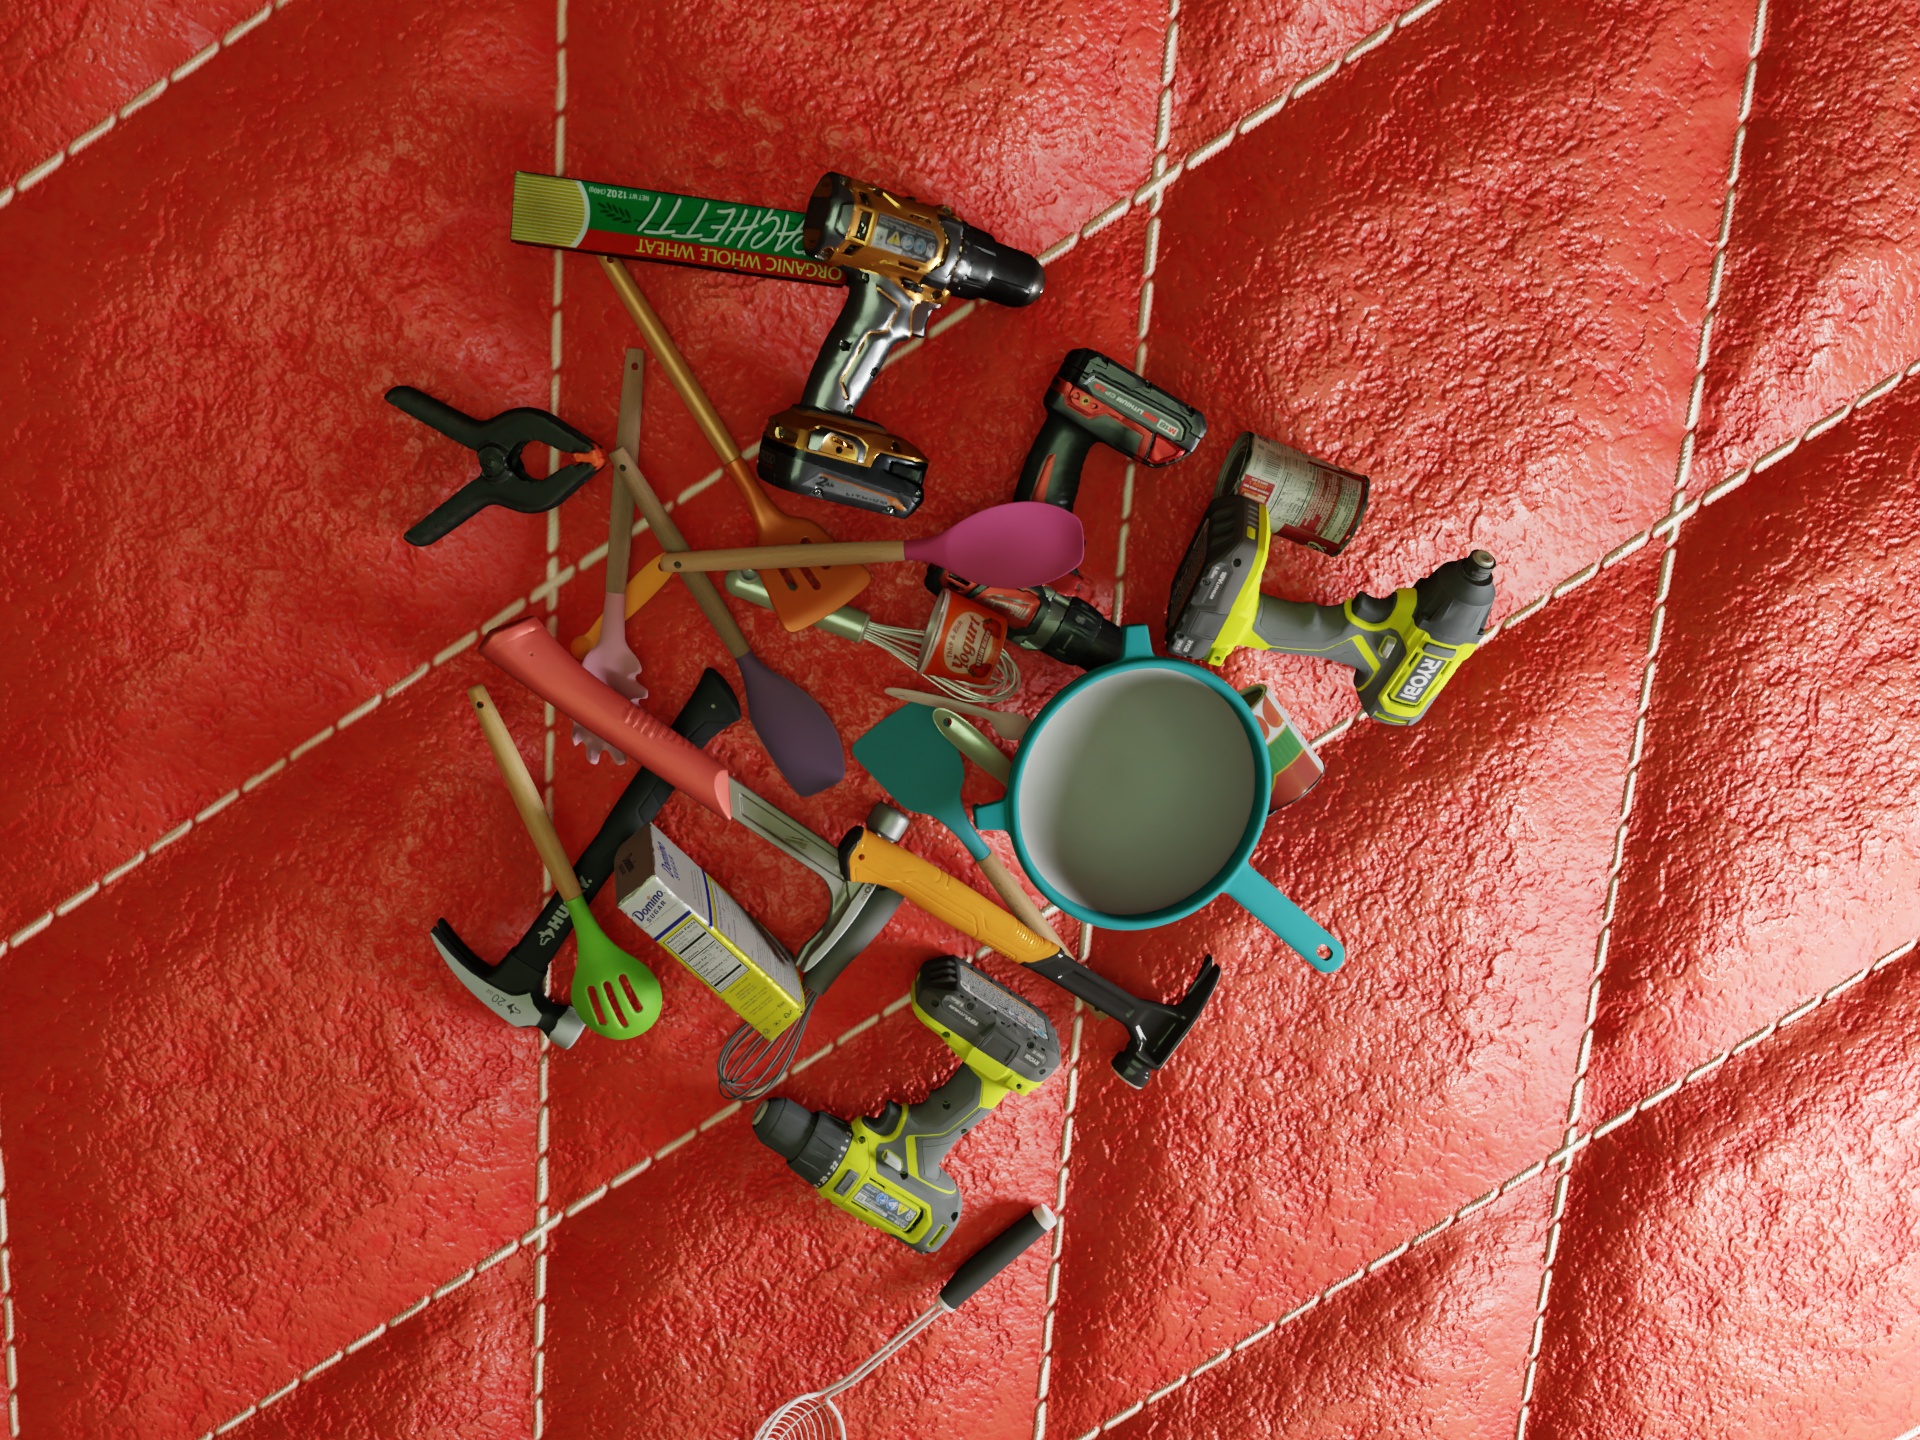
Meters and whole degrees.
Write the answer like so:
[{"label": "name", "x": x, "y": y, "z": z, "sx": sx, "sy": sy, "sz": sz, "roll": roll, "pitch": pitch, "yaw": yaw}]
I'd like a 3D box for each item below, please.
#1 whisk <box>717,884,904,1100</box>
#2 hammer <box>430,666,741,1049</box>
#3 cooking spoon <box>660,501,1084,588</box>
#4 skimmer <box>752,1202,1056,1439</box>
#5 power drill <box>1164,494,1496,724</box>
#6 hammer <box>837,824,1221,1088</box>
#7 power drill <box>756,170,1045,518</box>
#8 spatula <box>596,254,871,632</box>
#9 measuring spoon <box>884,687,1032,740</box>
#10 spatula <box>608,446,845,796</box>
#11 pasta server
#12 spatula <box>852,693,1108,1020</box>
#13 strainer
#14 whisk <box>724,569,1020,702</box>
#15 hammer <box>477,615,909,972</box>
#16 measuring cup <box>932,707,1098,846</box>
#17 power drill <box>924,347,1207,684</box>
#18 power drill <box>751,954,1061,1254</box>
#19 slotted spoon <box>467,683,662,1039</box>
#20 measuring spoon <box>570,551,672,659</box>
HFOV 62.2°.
[{"label": "whisk", "x": -0.120, "y": 0.219, "z": 1.310, "sx": 0.055, "sy": 0.055, "sz": 0.239, "roll": 38, "pitch": 94, "yaw": -11}, {"label": "hammer", "x": -0.286, "y": 0.098, "z": 1.277, "sx": 0.146, "sy": 0.035, "sz": 0.335, "roll": 35, "pitch": 98, "yaw": -11}, {"label": "cooking spoon", "x": -0.067, "y": -0.127, "z": 1.190, "sx": 0.319, "sy": 0.017, "sz": 0.068, "roll": -3, "pitch": 118, "yaw": 4}, {"label": "skimmer", "x": -0.046, "y": 0.563, "z": 1.369, "sx": 0.363, "sy": 0.090, "sz": 0.127, "roll": -41, "pitch": 134, "yaw": 3}, {"label": "power drill", "x": 0.283, "y": -0.088, "z": 1.216, "sx": 0.223, "sy": 0.080, "sz": 0.171, "roll": 14, "pitch": 140, "yaw": -5}, {"label": "hammer", "x": 0.050, "y": 0.173, "z": 1.285, "sx": 0.336, "sy": 0.034, "sz": 0.127, "roll": 32, "pitch": 99, "yaw": -16}, {"label": "power drill", "x": -0.044, "y": -0.269, "z": 1.178, "sx": 0.185, "sy": 0.084, "sz": 0.226, "roll": 10, "pitch": 102, "yaw": -27}, {"label": "spatula", "x": -0.184, "y": -0.220, "z": 1.208, "sx": 0.081, "sy": 0.041, "sz": 0.322, "roll": -34, "pitch": 101, "yaw": -9}, {"label": "measuring spoon", "x": -0.002, "y": -0.004, "z": 1.264, "sx": 0.124, "sy": 0.034, "sz": 0.018, "roll": 14, "pitch": 71, "yaw": -12}, {"label": "spatula", "x": -0.181, "y": -0.074, "z": 1.239, "sx": 0.060, "sy": 0.018, "sz": 0.315, "roll": -26, "pitch": 110, "yaw": 13}, {"label": "pasta server", "x": -0.261, "y": -0.125, "z": 1.219, "sx": 0.060, "sy": 0.040, "sz": 0.316, "roll": 4, "pitch": 98, "yaw": -21}, {"label": "spatula", "x": 0.033, "y": 0.125, "z": 1.310, "sx": 0.082, "sy": 0.044, "sz": 0.317, "roll": -35, "pitch": 107, "yaw": 3}, {"label": "strainer", "x": 0.171, "y": 0.086, "z": 1.250, "sx": 0.340, "sy": 0.095, "sz": 0.211, "roll": 40, "pitch": 89, "yaw": -21}, {"label": "whisk", "x": -0.069, "y": -0.069, "z": 1.248, "sx": 0.246, "sy": 0.058, "sz": 0.059, "roll": 21, "pitch": 134, "yaw": -3}, {"label": "hammer", "x": -0.215, "y": 0.045, "z": 1.223, "sx": 0.358, "sy": 0.037, "sz": 0.149, "roll": 36, "pitch": 83, "yaw": -21}, {"label": "measuring cup", "x": 0.037, "y": 0.043, "z": 1.274, "sx": 0.167, "sy": 0.038, "sz": 0.083, "roll": 41, "pitch": 87, "yaw": -15}, {"label": "power drill", "x": 0.102, "y": -0.151, "z": 1.224, "sx": 0.188, "sy": 0.080, "sz": 0.226, "roll": 29, "pitch": 103, "yaw": -9}, {"label": "power drill", "x": -0.043, "y": 0.312, "z": 1.320, "sx": 0.190, "sy": 0.080, "sz": 0.228, "roll": 34, "pitch": 101, "yaw": -10}, {"label": "slotted spoon", "x": -0.317, "y": 0.117, "z": 1.248, "sx": 0.070, "sy": 0.031, "sz": 0.313, "roll": -21, "pitch": 103, "yaw": -1}, {"label": "measuring spoon", "x": -0.263, "y": -0.090, "z": 1.247, "sx": 0.117, "sy": 0.011, "sz": 0.021, "roll": -44, "pitch": 102, "yaw": 7}]
